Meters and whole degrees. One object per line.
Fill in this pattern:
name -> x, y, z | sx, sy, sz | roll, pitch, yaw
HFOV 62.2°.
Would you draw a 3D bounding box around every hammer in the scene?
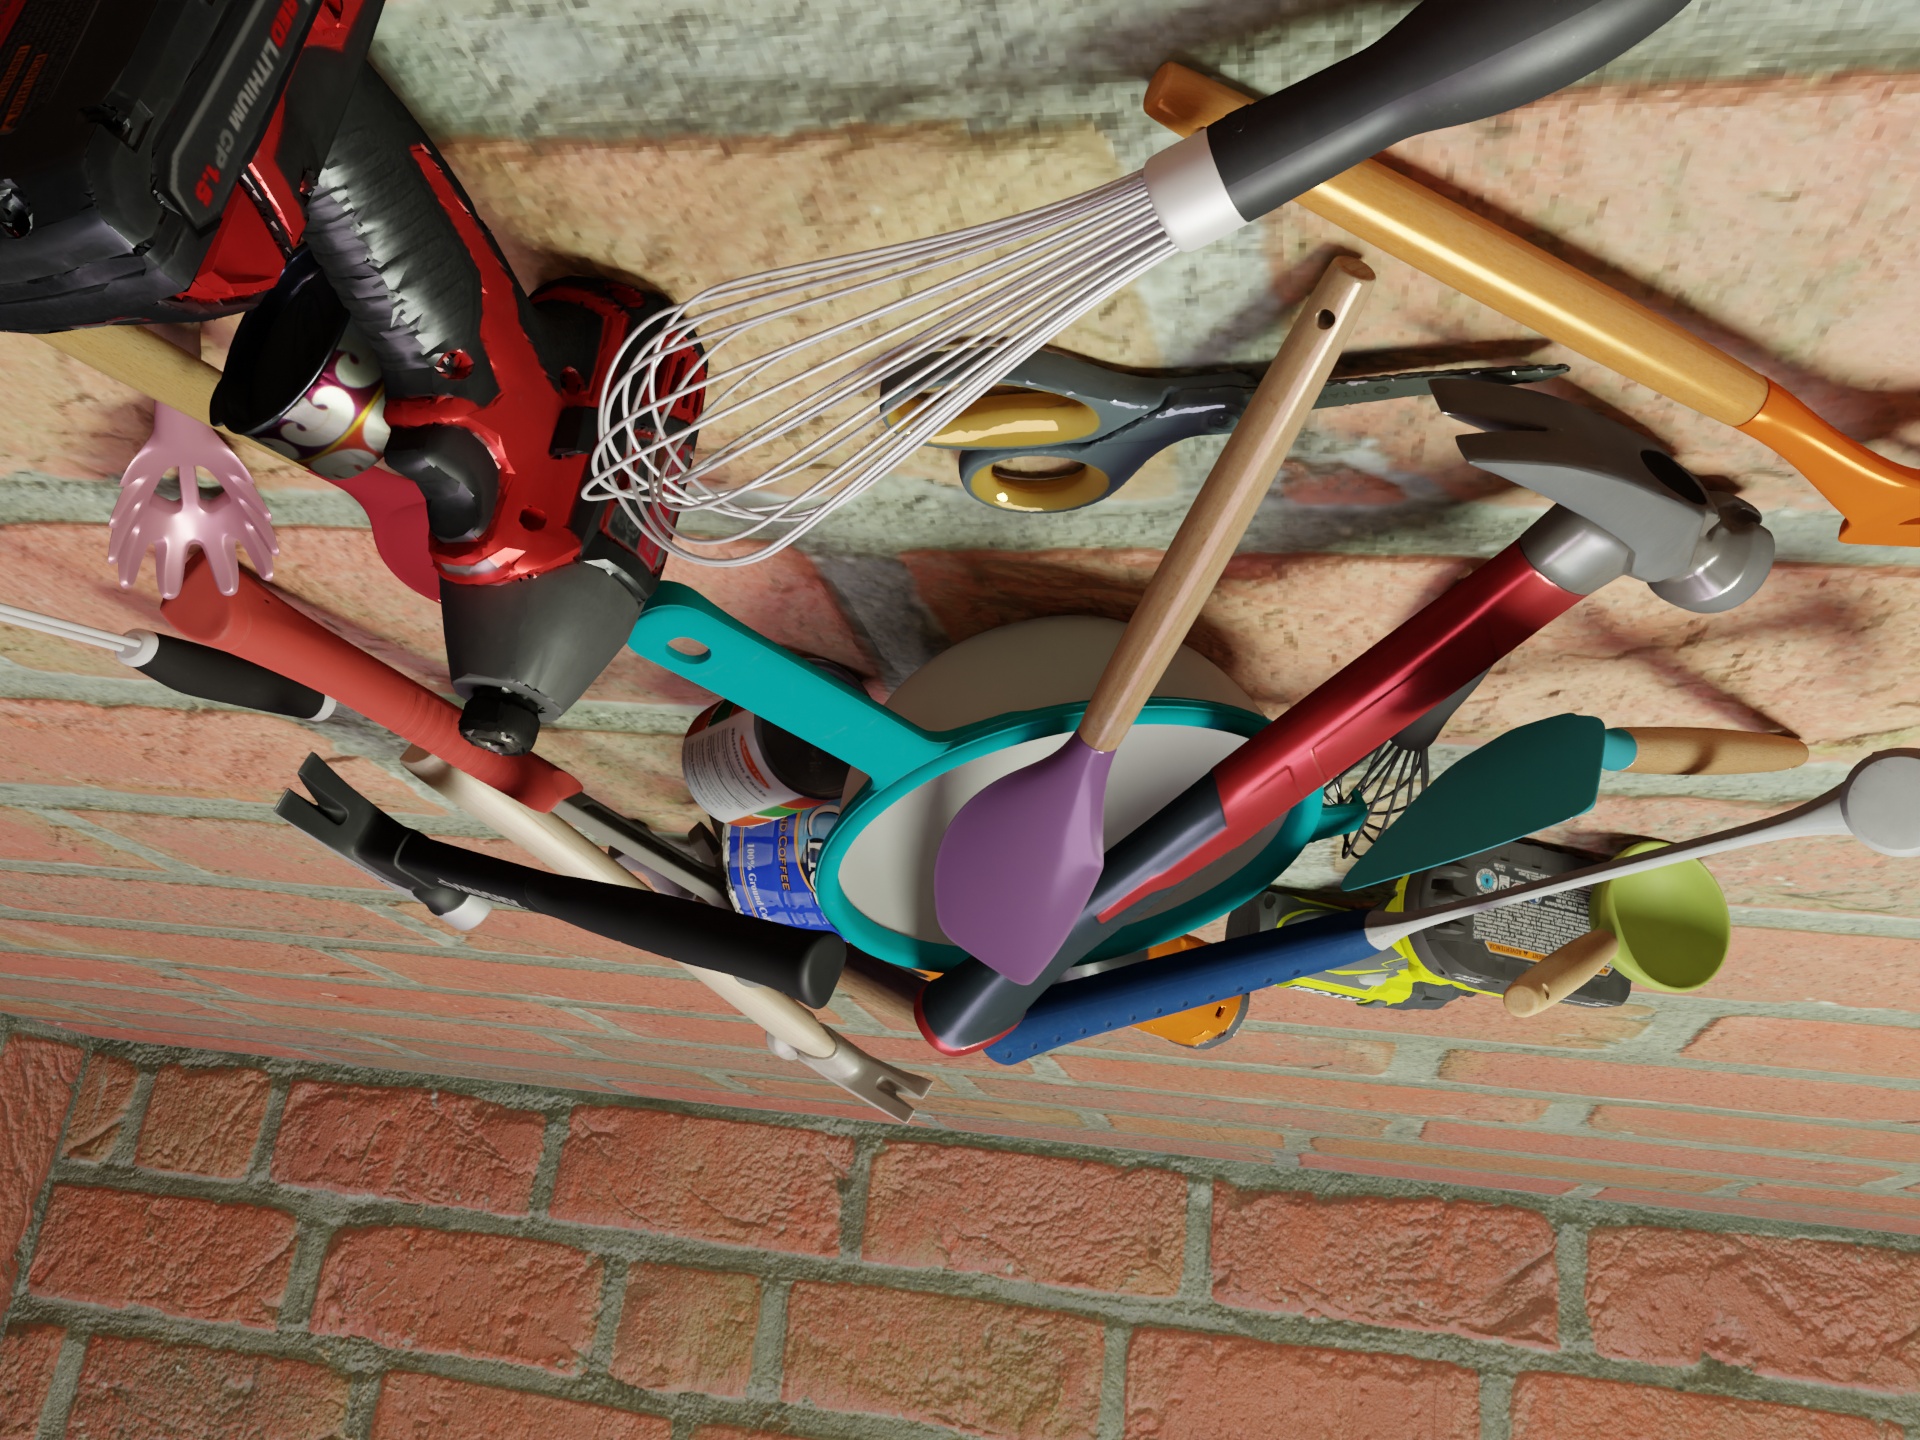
hammer -> 0.181, 0.082, 0.643 | 0.405, 0.035, 0.144 | -22, 168, 33
hammer -> -0.234, 0.018, 0.817 | 0.036, 0.149, 0.358 | -45, 129, 8
hammer -> -0.171, 0.129, 0.964 | 0.146, 0.038, 0.410 | 16, 156, 45
hammer -> -0.094, 0.136, 0.952 | 0.129, 0.031, 0.331 | 44, 162, -33
hammer -> -0.187, 0.082, 0.748 | 0.335, 0.035, 0.146 | 8, 153, 37
hammer -> 0.087, 0.028, 0.577 | 0.143, 0.038, 0.386 | 14, 139, -34

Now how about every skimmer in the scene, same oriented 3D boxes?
skimmer -> -0.407, -0.075, 0.696 | 0.127, 0.090, 0.363 | -3, 168, 21

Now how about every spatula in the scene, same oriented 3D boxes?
spatula -> 0.247, 0.022, 0.568 | 0.317, 0.044, 0.082 | 1, 159, -44
spatula -> 0.189, -0.101, 0.420 | 0.322, 0.041, 0.081 | 20, 156, -19
spatula -> 0.053, -0.013, 0.521 | 0.060, 0.018, 0.315 | 34, 133, 9

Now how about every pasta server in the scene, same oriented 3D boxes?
pasta server -> -0.255, -0.116, 0.517 | 0.060, 0.040, 0.316 | -6, 165, -25

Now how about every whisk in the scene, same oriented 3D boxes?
whisk -> 0.024, -0.105, 0.362 | 0.284, 0.070, 0.070 | -21, 148, 26
whisk -> 0.187, 0.003, 0.667 | 0.055, 0.055, 0.238 | 7, 155, 3

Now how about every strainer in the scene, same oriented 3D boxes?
strainer -> -0.001, -0.002, 0.630 | 0.211, 0.095, 0.340 | -31, 141, 27

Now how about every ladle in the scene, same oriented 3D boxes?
ladle -> 0.295, 0.100, 0.712 | 0.062, 0.078, 0.320 | -21, 169, 29
ladle -> -0.230, -0.096, 0.516 | 0.069, 0.031, 0.315 | -18, 161, 15

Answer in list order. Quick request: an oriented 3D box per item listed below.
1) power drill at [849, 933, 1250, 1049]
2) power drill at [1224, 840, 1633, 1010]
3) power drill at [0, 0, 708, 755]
power drill -> 0.037, 0.130, 0.942 | 0.227, 0.084, 0.164 | 8, 166, 47
power drill -> 0.282, 0.132, 0.941 | 0.171, 0.080, 0.223 | 13, 163, -15
power drill -> -0.143, -0.090, 0.397 | 0.078, 0.143, 0.219 | 2, 157, 22
